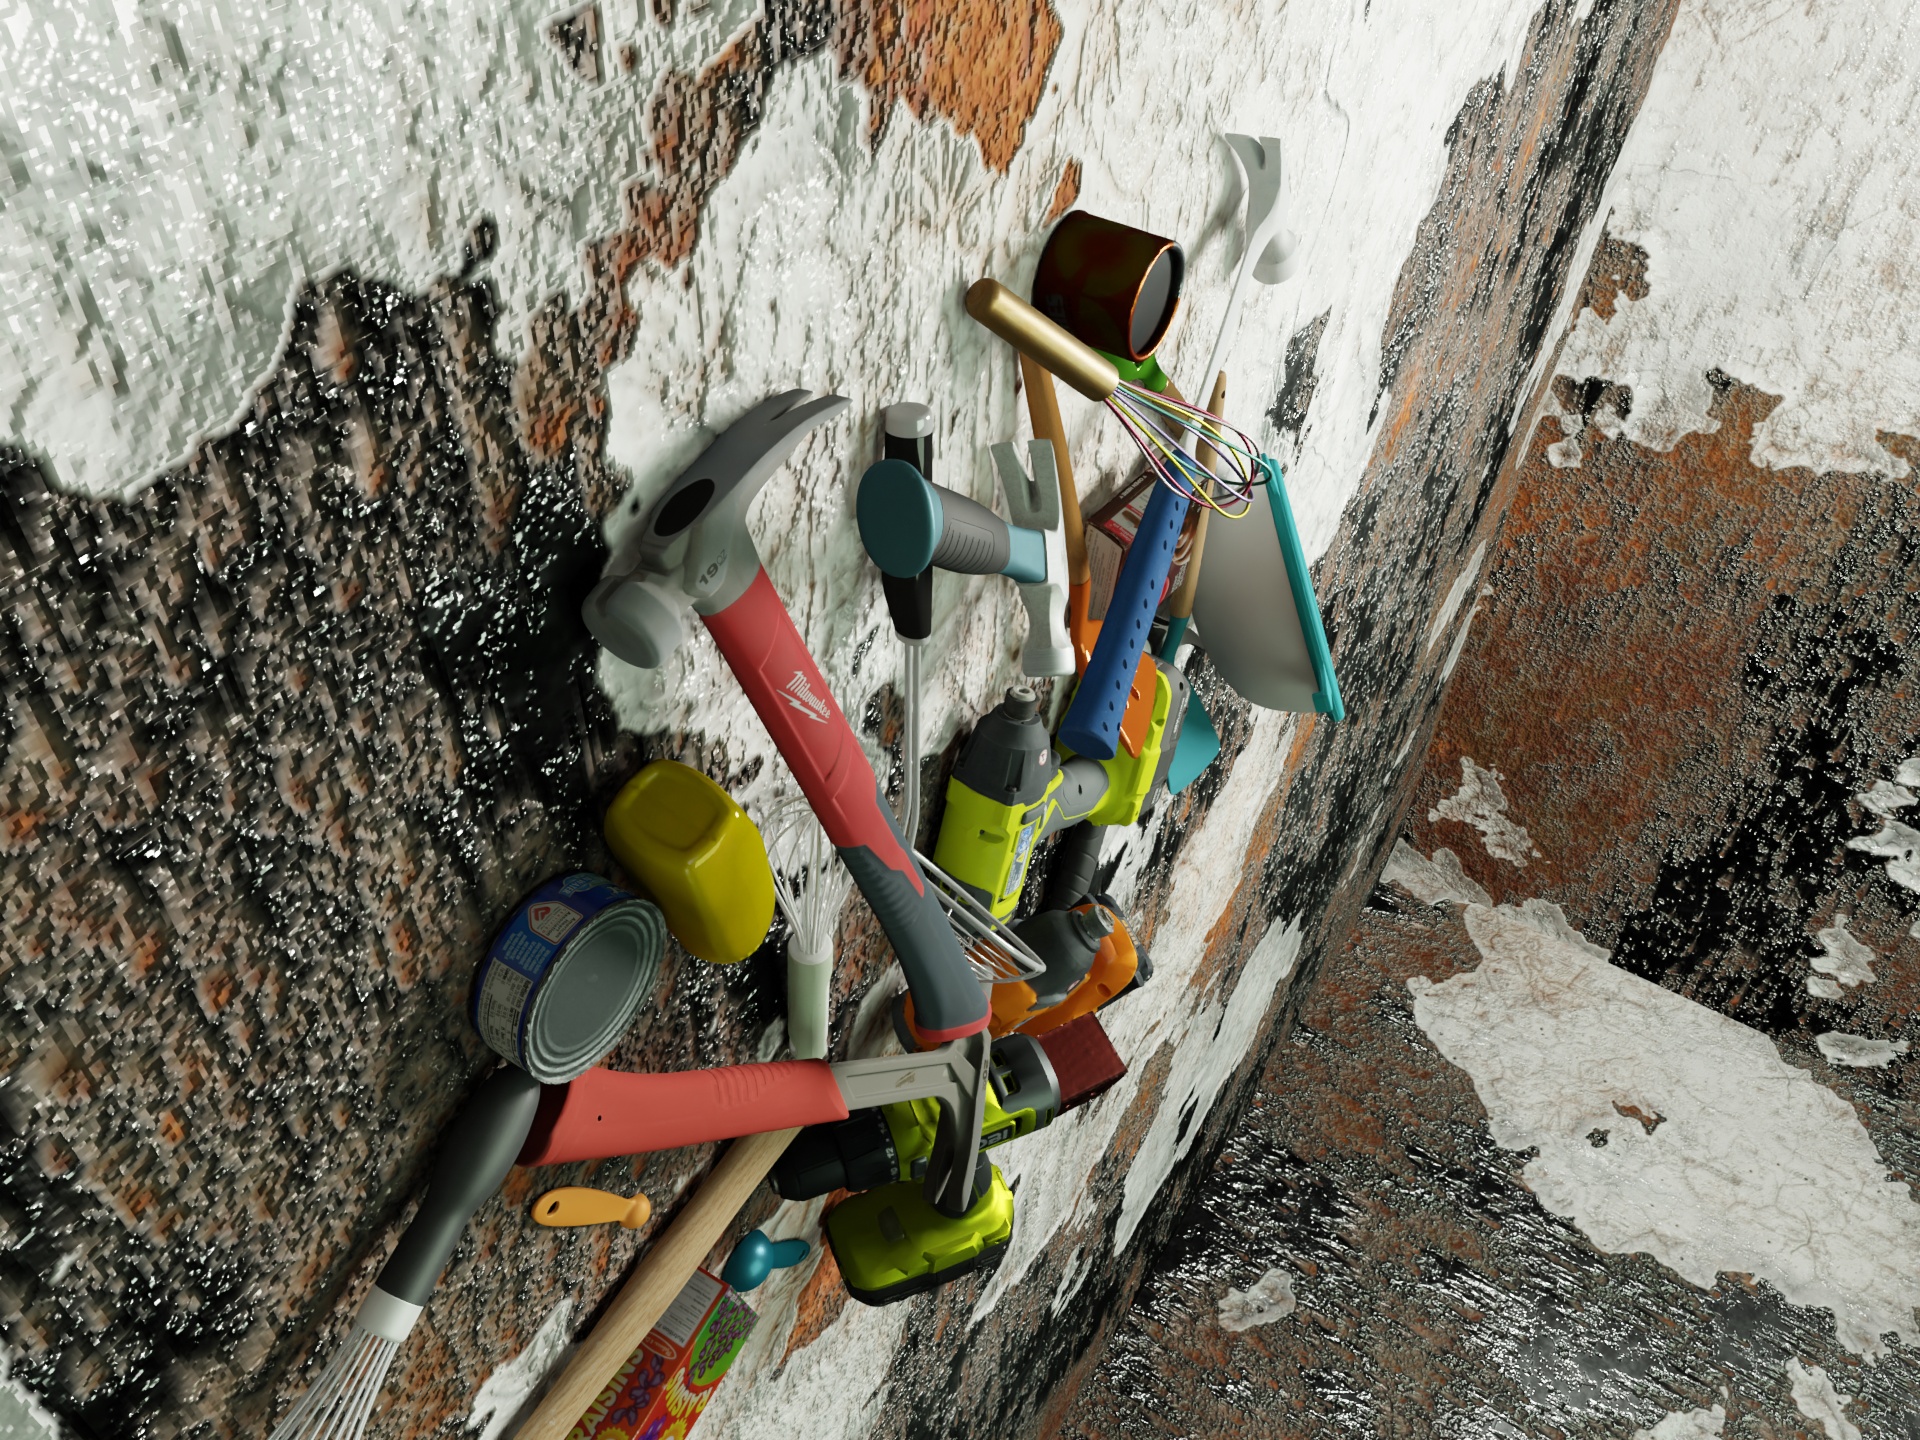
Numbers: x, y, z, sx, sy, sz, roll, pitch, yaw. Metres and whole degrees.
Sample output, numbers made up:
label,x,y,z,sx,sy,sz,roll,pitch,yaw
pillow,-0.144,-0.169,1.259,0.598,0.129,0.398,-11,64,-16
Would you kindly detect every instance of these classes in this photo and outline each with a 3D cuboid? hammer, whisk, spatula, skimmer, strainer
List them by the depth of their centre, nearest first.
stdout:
label,x,y,z,sx,sy,sz,roll,pitch,yaw
whisk,-0.247,0.268,0.639,0.285,0.070,0.070,-63,159,-18
hammer,0.012,-0.083,0.754,0.331,0.033,0.128,-9,96,-77
hammer,-0.044,0.029,0.755,0.143,0.038,0.385,-55,143,-26
hammer,-0.093,0.206,0.836,0.358,0.037,0.149,11,86,-56
whisk,0.090,-0.166,0.842,0.244,0.051,0.047,23,88,-44
skimmer,-0.001,-0.003,0.856,0.090,0.127,0.363,-20,128,-28
whisk,-0.081,0.118,0.868,0.059,0.058,0.246,-8,139,-13
hammer,-0.188,0.338,0.876,0.331,0.031,0.129,-51,154,-33
spatula,0.076,-0.103,0.948,0.322,0.041,0.081,72,28,-49
hammer,0.136,-0.170,0.966,0.144,0.035,0.406,58,49,-63
spatula,0.171,-0.097,1.139,0.082,0.044,0.317,-36,140,-44
hammer,0.112,0.070,1.277,0.146,0.035,0.334,-24,135,-58
strainer,0.244,-0.091,1.308,0.340,0.095,0.211,3,73,-77

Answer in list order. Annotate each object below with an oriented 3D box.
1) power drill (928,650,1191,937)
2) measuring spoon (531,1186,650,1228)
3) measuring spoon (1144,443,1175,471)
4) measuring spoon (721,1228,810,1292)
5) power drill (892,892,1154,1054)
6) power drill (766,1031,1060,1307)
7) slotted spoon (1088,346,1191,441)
label,x,y,z,sx,sy,sz,roll,pitch,yaw
power drill,0.067,0.031,1.076,0.223,0.080,0.171,-29,139,-52
measuring spoon,-0.186,0.251,0.811,0.021,0.011,0.116,-61,158,-9
measuring spoon,0.107,-0.148,1.063,0.124,0.018,0.034,-43,156,-30
measuring spoon,-0.121,0.364,1.069,0.042,0.021,0.128,-62,157,-6
power drill,0.063,0.179,1.141,0.164,0.084,0.226,-35,165,16
power drill,-0.036,0.311,1.079,0.190,0.080,0.228,-17,143,-17
slotted spoon,0.133,-0.213,1.030,0.070,0.031,0.313,-68,160,0
